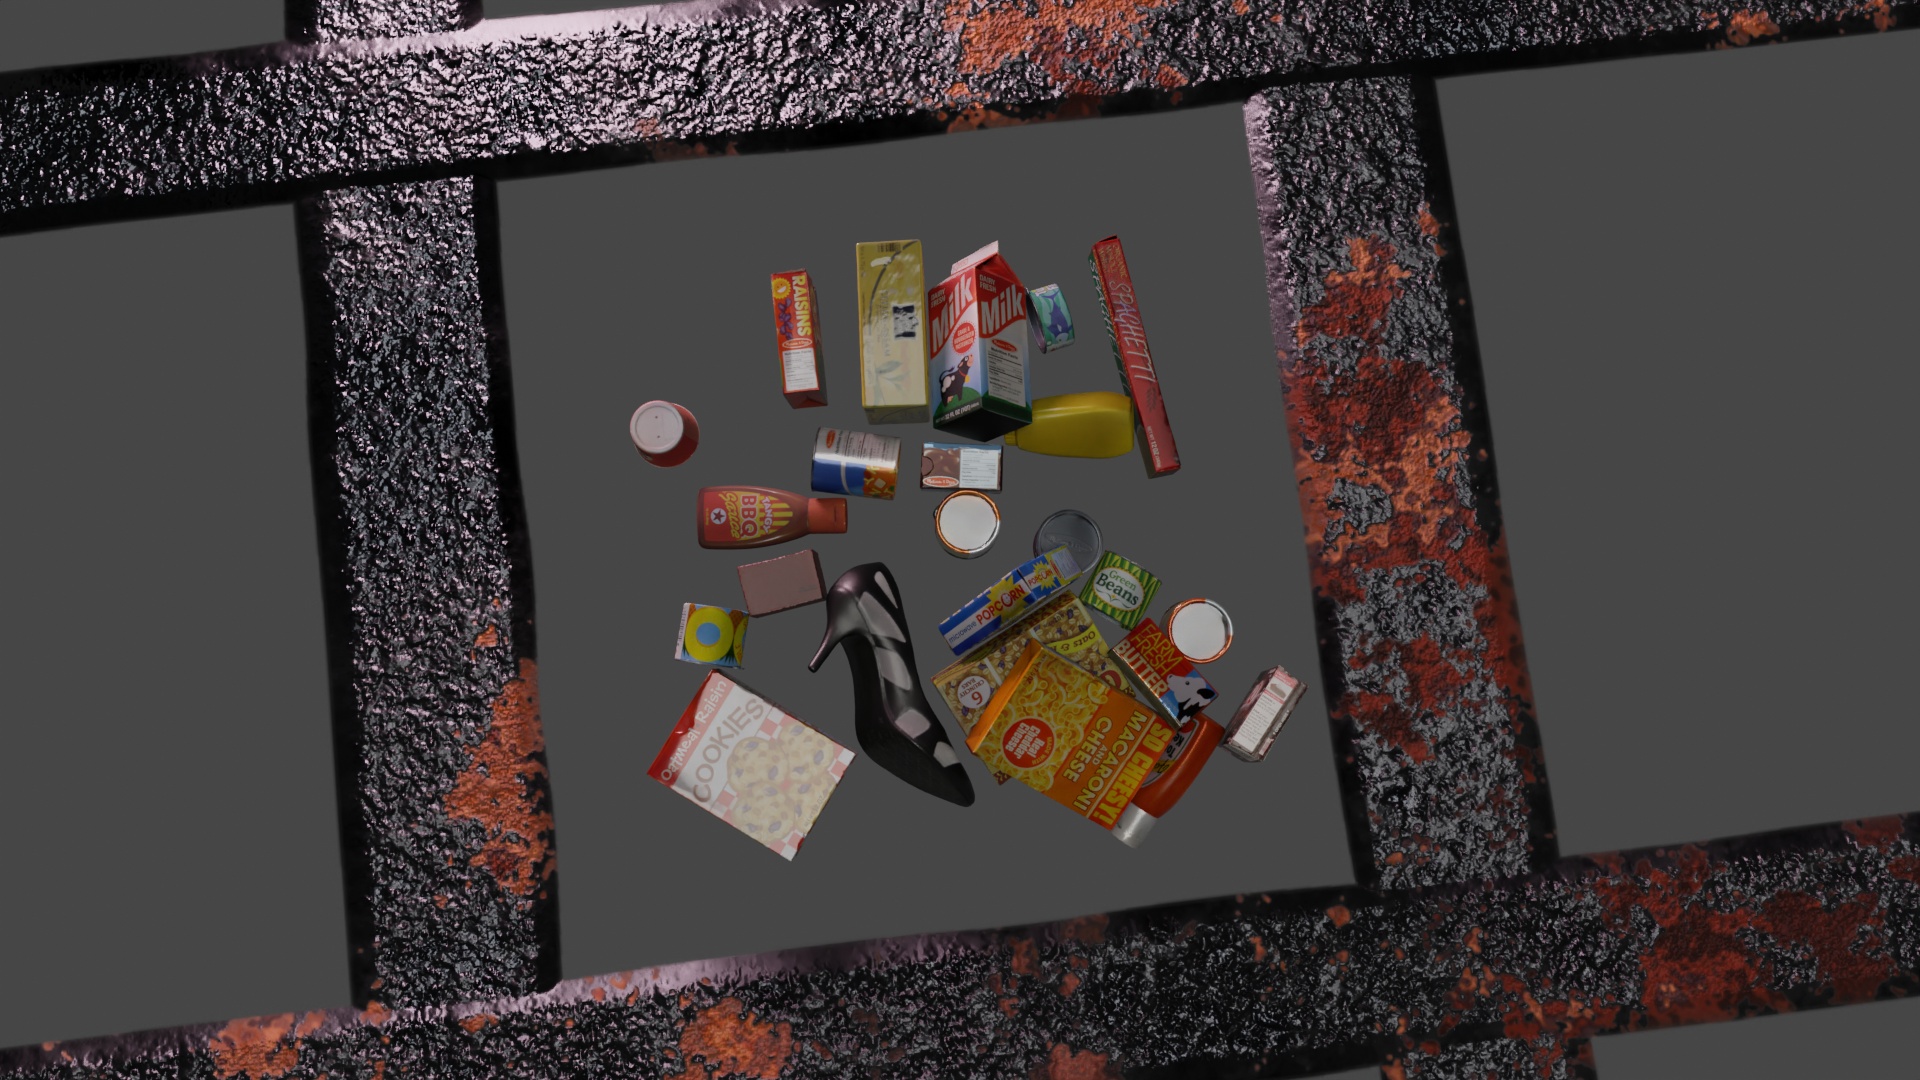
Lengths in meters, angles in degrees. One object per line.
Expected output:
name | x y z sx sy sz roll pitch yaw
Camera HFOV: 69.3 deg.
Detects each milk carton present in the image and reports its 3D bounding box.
milk carton | 0.018 -0.202 1.387 0.073 0.072 0.191 13 68 -42

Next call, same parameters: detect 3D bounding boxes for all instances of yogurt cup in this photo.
yogurt cup | -0.302 -0.110 1.406 0.072 0.054 0.072 0 84 -1

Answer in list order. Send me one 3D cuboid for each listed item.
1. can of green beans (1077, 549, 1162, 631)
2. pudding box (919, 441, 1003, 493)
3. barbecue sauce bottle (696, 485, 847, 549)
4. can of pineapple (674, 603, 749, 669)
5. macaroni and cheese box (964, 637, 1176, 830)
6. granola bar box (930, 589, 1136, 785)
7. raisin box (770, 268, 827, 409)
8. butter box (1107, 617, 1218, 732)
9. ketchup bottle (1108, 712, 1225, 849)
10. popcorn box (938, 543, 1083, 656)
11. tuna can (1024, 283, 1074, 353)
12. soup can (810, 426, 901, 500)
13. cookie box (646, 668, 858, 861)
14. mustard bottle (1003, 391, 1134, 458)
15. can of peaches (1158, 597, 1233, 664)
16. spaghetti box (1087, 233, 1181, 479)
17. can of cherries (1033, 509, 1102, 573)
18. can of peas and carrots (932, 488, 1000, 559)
can of green beans | 0.159 0.051 1.388 0.071 0.071 0.058 31 85 3
pudding box | 0.001 -0.074 1.418 0.084 0.030 0.049 2 85 0
barbecue sauce bottle | -0.189 -0.024 1.404 0.149 0.043 0.065 -1 84 -1
can of pineapple | -0.244 0.095 1.378 0.071 0.071 0.058 8 84 0
macaroni and cheese box | 0.108 0.188 1.345 0.166 0.040 0.123 32 94 -17
granola bar box | 0.073 0.145 1.371 0.166 0.039 0.124 -33 106 -4
raisin box | -0.162 -0.201 1.402 0.040 0.086 0.123 -7 84 0
butter box | 0.196 0.129 1.345 0.053 0.024 0.103 -36 77 -21
ketchup bottle | 0.201 0.234 1.373 0.043 0.065 0.149 32 91 -26
popcorn box | 0.048 0.058 1.346 0.126 0.085 0.038 -38 81 39
tuna can | 0.090 -0.229 1.418 0.033 0.071 0.071 -18 85 -4
soup can | -0.105 -0.075 1.401 0.084 0.071 0.071 7 84 -1
cookie box | -0.205 0.221 1.378 0.167 0.040 0.123 31 84 3
mustard bottle | 0.095 -0.117 1.409 0.160 0.049 0.065 1 120 10
can of peaches | 0.233 0.093 1.389 0.071 0.058 0.071 0 84 -1
spaghetti box | 0.177 -0.187 1.423 0.029 0.050 0.250 -14 84 -3
can of cherries | 0.105 0.007 1.397 0.071 0.058 0.071 0 84 -2
can of peas and carrots | 0.005 -0.018 1.398 0.071 0.058 0.071 0 84 -1
